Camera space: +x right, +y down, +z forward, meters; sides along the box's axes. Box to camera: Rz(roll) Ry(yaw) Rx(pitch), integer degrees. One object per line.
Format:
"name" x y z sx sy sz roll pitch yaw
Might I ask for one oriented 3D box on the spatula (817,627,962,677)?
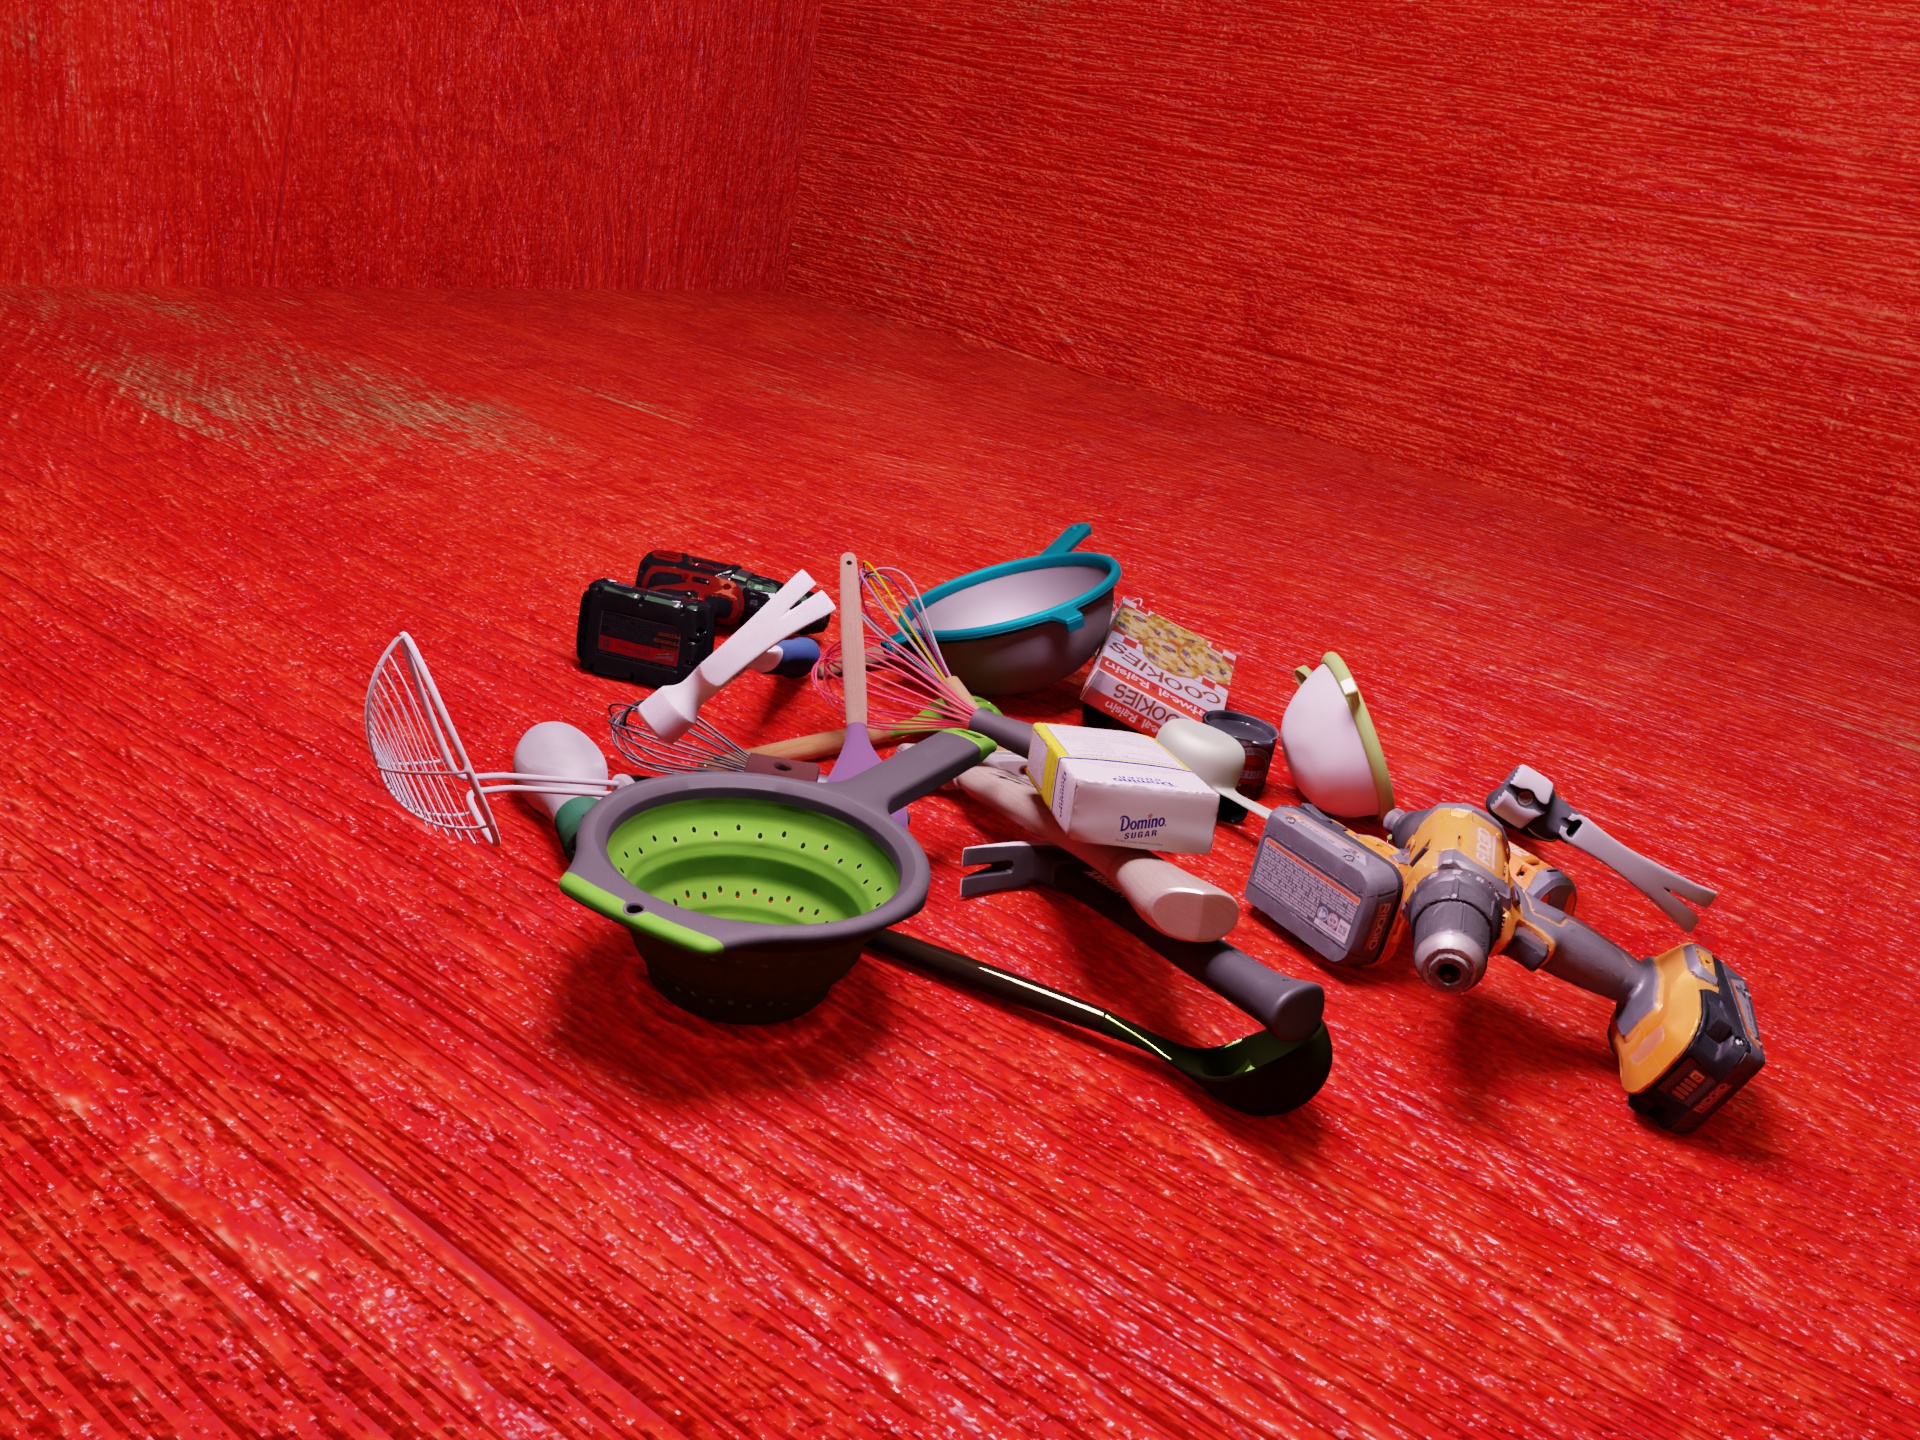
"spatula" -0.017 -0.071 1.551 0.317 0.044 0.082 -18 35 -42

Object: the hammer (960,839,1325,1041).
"hammer" 0.116 0.128 0.993 0.146 0.035 0.335 0 10 -21

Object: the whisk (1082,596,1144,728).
"whisk" 0.145 -0.058 1.550 0.070 0.070 0.285 12 26 4

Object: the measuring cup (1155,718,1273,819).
"measuring cup" 0.222 0.044 1.262 0.083 0.038 0.168 4 20 -43

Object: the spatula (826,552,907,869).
"spatula" -0.077 -0.014 1.207 0.059 0.018 0.316 2 49 -10

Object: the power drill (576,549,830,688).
"power drill" -0.230 -0.095 1.445 0.188 0.080 0.227 13 19 6

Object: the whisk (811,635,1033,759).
"whisk" -0.002 -0.004 1.228 0.296 0.073 0.073 21 23 34

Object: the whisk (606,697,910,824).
"whisk" -0.150 0.035 1.173 0.239 0.055 0.055 19 22 1

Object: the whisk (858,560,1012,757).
"whisk" -0.024 -0.047 1.348 0.051 0.047 0.245 -15 57 -35

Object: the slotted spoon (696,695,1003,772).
"slotted spoon" -0.080 0.014 1.302 0.313 0.031 0.070 -11 34 -41

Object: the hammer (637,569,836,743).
"hammer" -0.144 -0.050 1.229 0.035 0.144 0.405 50 3 -2

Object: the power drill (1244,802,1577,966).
"power drill" 0.321 0.110 1.172 0.226 0.084 0.164 1 23 -34

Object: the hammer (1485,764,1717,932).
"hammer" 0.444 0.081 1.187 0.149 0.036 0.409 34 7 9

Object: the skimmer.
"skimmer" -0.226 0.024 0.985 0.127 0.090 0.363 58 19 19

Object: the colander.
"colander" -0.086 0.093 1.003 0.205 0.094 0.397 20 23 24

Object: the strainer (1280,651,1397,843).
"strainer" 0.306 0.005 1.390 0.069 0.151 0.256 -19 19 4

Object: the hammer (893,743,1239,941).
"hammer" 0.083 0.074 1.091 0.146 0.038 0.411 2 10 -21

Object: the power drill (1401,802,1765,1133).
"power drill" 0.374 0.156 0.983 0.226 0.084 0.185 34 28 5

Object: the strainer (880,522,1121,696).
"strainer" 0.076 -0.103 1.527 0.211 0.095 0.340 -7 20 24

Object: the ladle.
"ladle" 0.065 0.162 0.957 0.320 0.062 0.078 17 18 23
